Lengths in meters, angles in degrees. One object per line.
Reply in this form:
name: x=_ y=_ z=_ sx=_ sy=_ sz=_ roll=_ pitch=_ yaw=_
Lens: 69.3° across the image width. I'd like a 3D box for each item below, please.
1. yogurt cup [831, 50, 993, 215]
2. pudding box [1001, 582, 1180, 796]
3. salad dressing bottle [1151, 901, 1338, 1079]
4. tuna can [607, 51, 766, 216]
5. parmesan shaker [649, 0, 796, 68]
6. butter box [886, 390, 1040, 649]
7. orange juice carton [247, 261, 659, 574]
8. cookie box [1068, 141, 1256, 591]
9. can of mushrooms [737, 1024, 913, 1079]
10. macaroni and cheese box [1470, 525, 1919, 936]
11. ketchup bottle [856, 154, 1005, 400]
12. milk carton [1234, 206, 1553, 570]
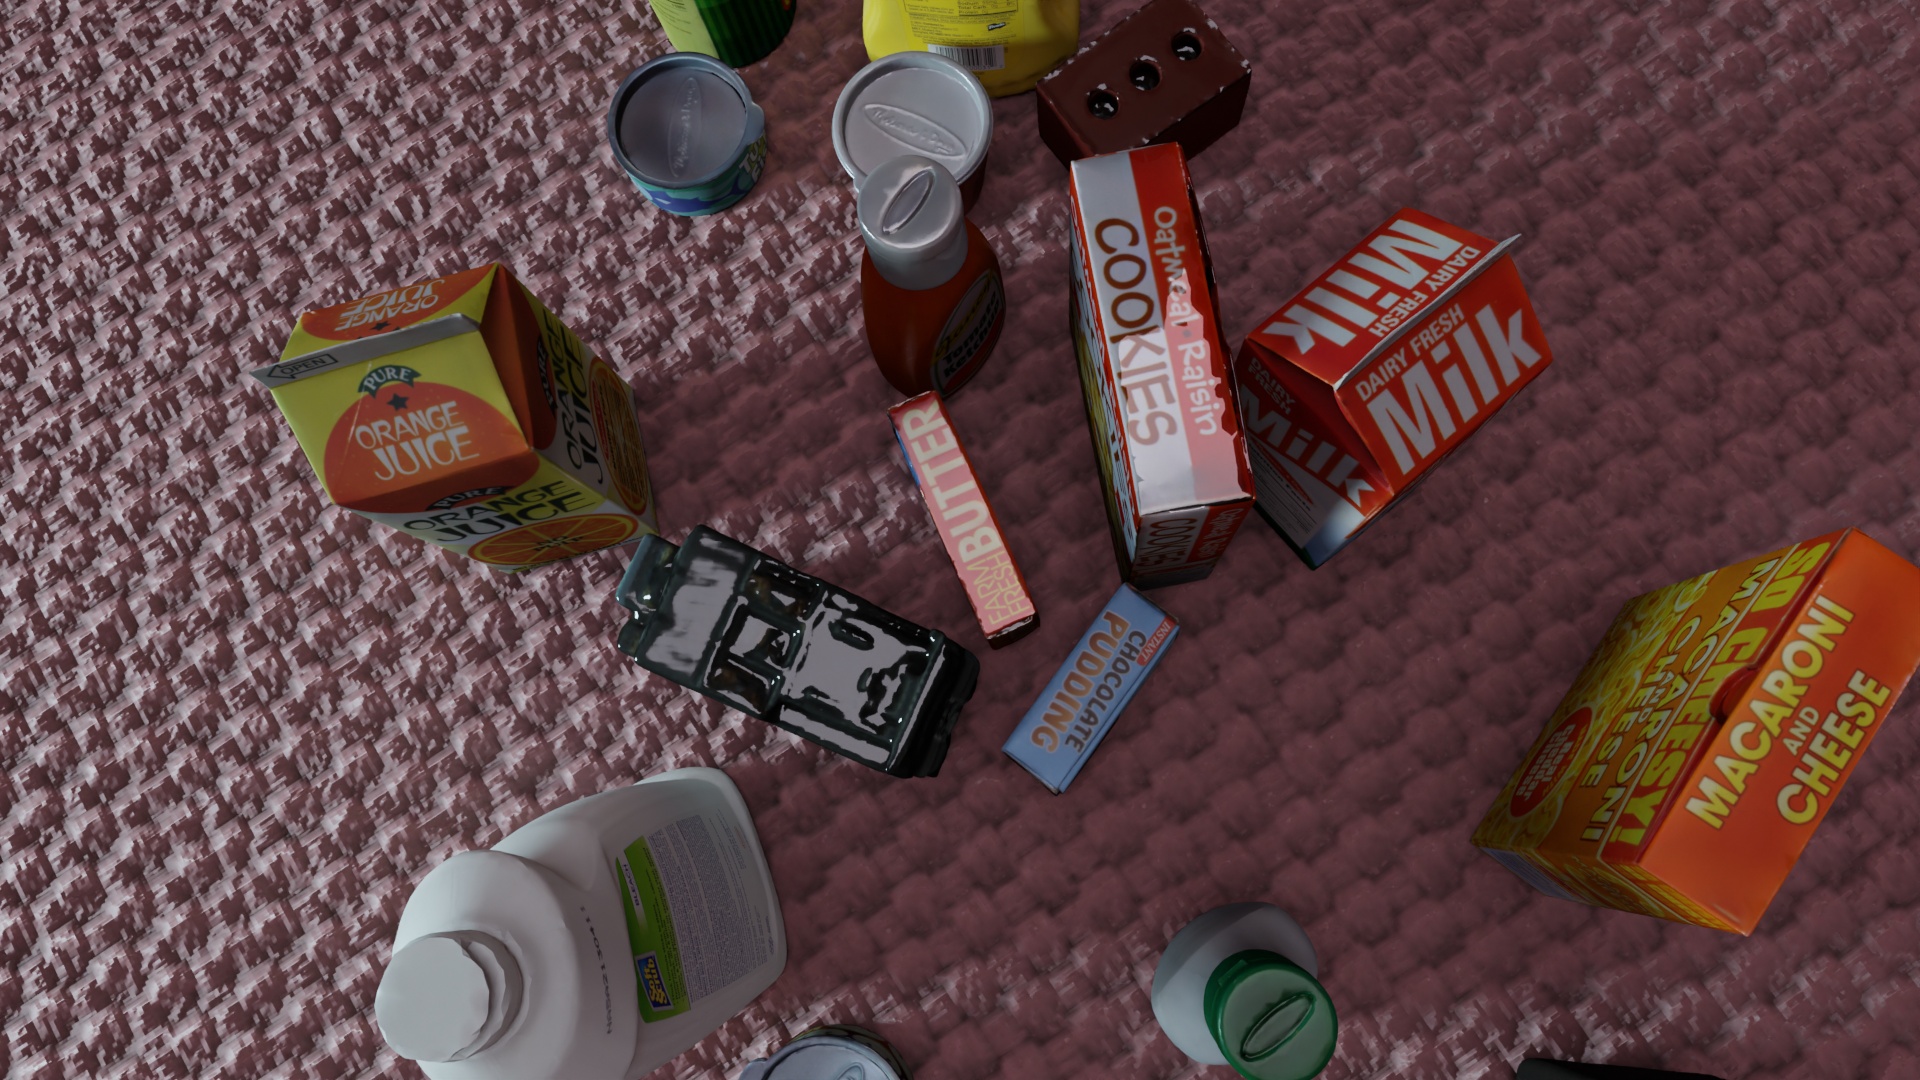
yogurt cup: x=-0.018 y=-0.170 z=0.606 sx=0.072 sy=0.054 sz=0.072 roll=-1 pitch=79 yaw=4
pudding box: x=0.053 y=0.061 z=0.557 sx=0.030 sy=0.049 sz=0.084 roll=36 pitch=84 yaw=10
salad dressing bottle: x=0.099 y=0.158 z=0.484 sx=0.064 sy=0.147 sz=0.044 roll=-39 pitch=79 yaw=-3
tuna can: x=-0.120 y=-0.182 z=0.627 sx=0.071 sy=0.033 sz=0.071 roll=-1 pitch=79 yaw=4
parmesan shaker: x=-0.114 y=-0.263 z=0.606 sx=0.071 sy=0.103 sz=0.071 roll=-1 pitch=79 yaw=4
butter box: x=0.002 y=-0.007 z=0.572 sx=0.024 sy=0.053 sz=0.103 roll=-24 pitch=78 yaw=0
orange juice carton: x=-0.180 y=-0.044 z=0.522 sx=0.072 sy=0.192 sz=0.073 roll=-14 pitch=79 yaw=2
cookie box: x=0.071 y=-0.054 z=0.518 sx=0.040 sy=0.167 sz=0.123 roll=-11 pitch=79 yaw=3
can of mushrooms: x=-0.052 y=0.223 z=0.541 sx=0.071 sy=0.033 sz=0.071 roll=-1 pitch=79 yaw=4
macaroni and cheese box: x=0.247 y=0.068 z=0.481 sx=0.040 sy=0.166 sz=0.124 roll=35 pitch=84 yaw=10
ketchup bottle: x=-0.013 y=-0.102 z=0.543 sx=0.043 sy=0.148 sz=0.065 roll=34 pitch=84 yaw=10
milk carton: x=0.145 y=-0.052 z=0.500 sx=0.072 sy=0.190 sz=0.073 roll=-40 pitch=79 yaw=-3
